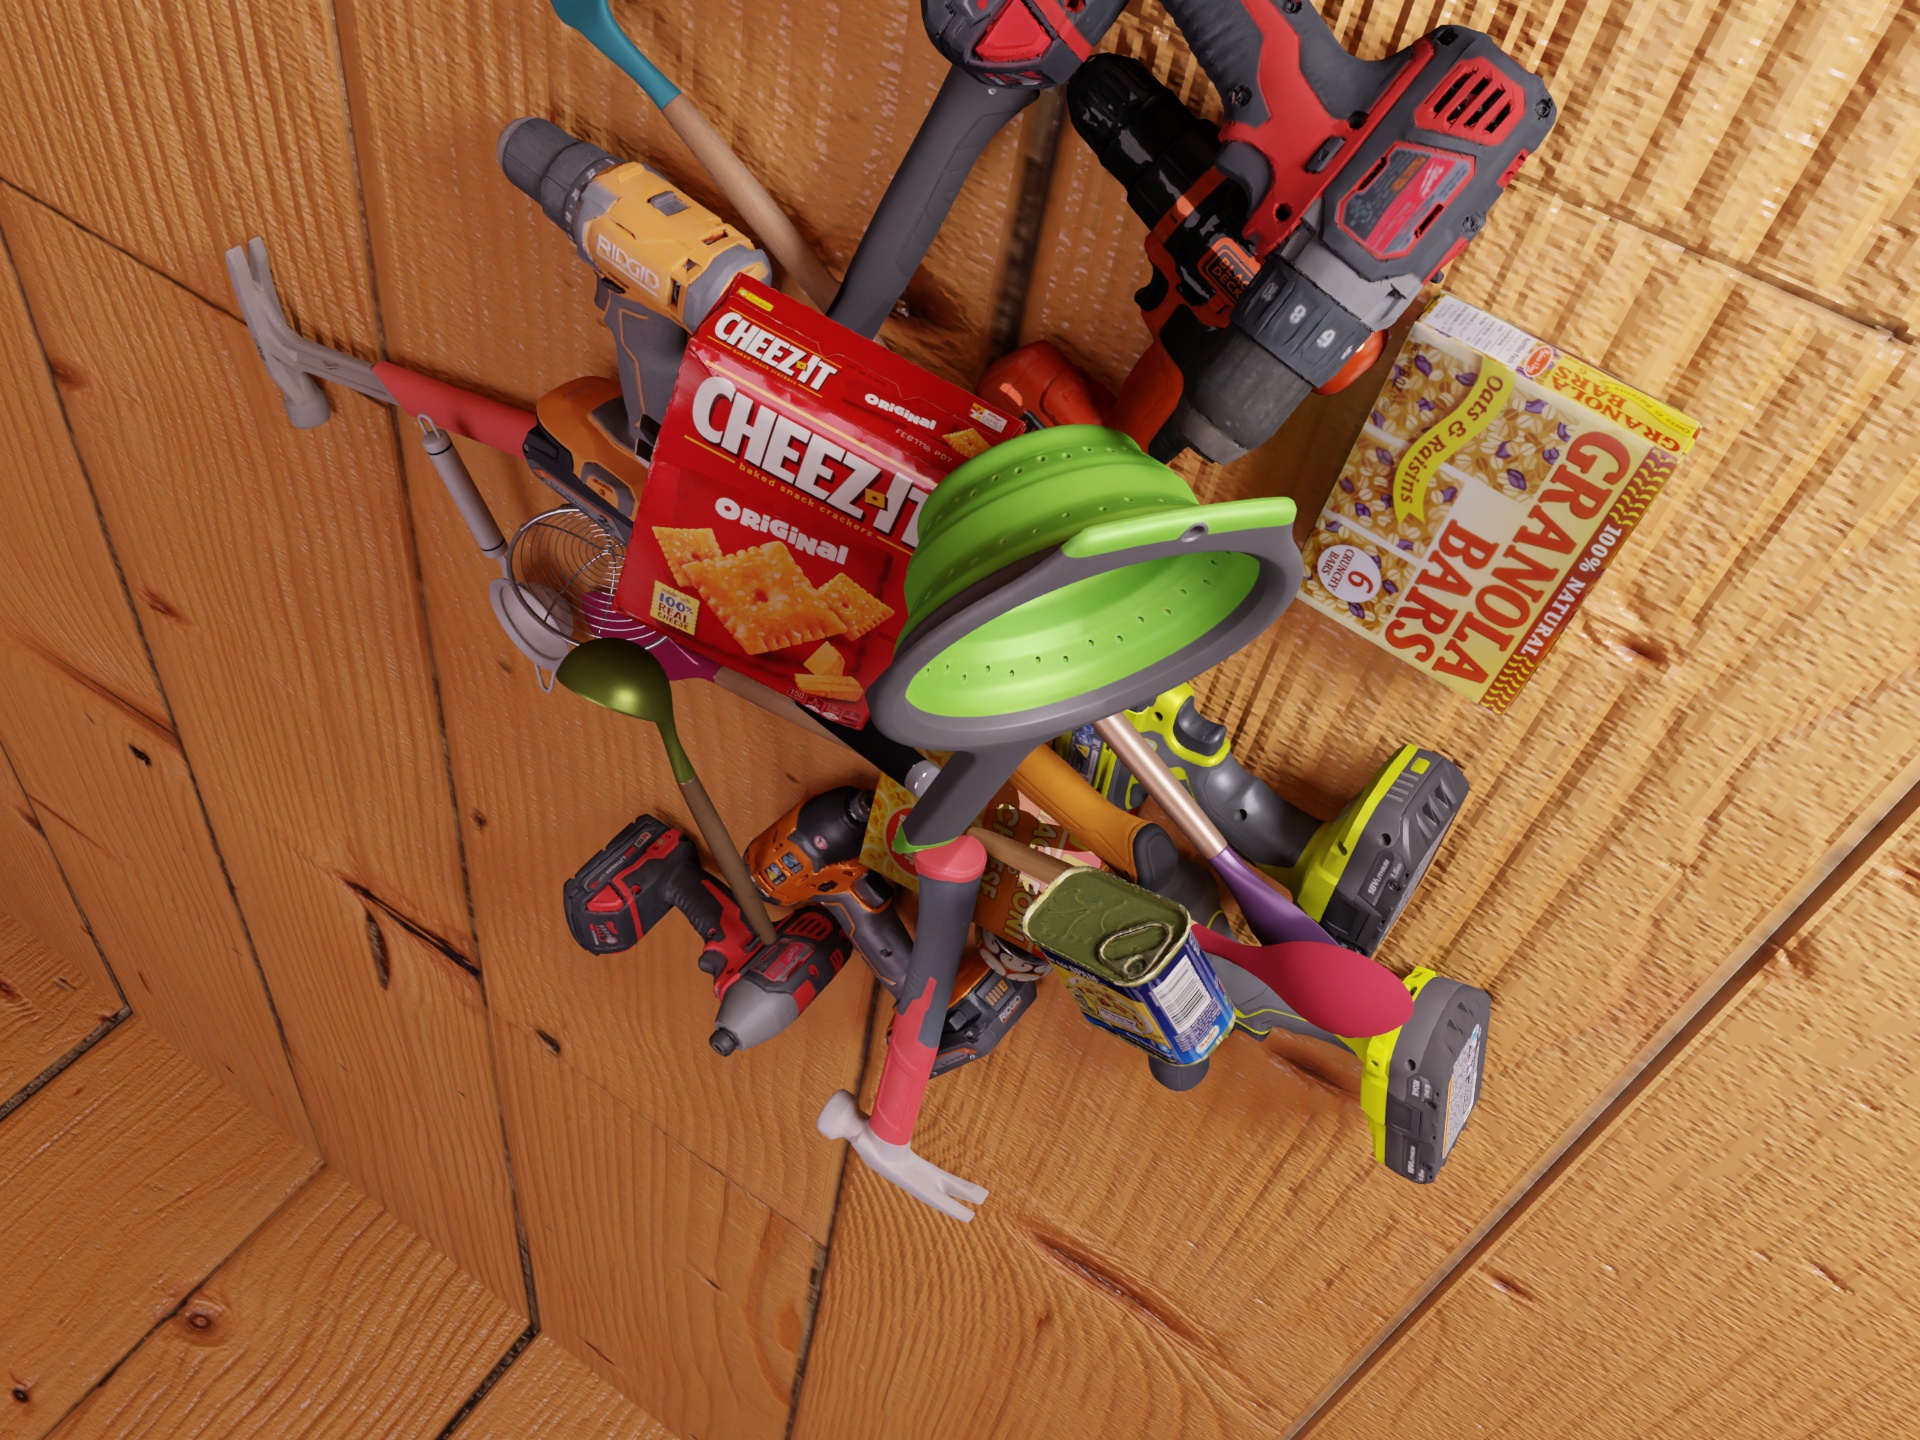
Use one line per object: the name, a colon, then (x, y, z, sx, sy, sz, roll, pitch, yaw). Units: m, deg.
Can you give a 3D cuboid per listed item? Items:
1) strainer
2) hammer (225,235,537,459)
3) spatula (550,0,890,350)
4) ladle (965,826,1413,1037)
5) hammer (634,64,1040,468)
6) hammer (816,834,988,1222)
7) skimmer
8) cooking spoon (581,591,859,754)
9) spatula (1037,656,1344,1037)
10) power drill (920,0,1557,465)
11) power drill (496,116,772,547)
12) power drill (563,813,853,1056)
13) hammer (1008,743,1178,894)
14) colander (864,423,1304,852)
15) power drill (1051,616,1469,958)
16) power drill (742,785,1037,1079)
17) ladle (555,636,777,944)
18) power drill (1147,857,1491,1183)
strainer: (-0.341, -0.125, 1.183, 0.087, 0.050, 0.258, 22, 147, 32)
hammer: (-0.382, -0.238, 1.142, 0.359, 0.037, 0.149, 22, 138, 25)
spatula: (-0.131, -0.317, 0.856, 0.317, 0.044, 0.082, 50, 142, -17)
ladle: (0.114, 0.113, 0.913, 0.316, 0.031, 0.069, 20, 143, 43)
hammer: (-0.058, -0.217, 0.830, 0.146, 0.035, 0.334, 16, 139, -21)
hammer: (-0.017, 0.221, 1.117, 0.143, 0.038, 0.386, 29, 138, 15)
skimmer: (-0.164, -0.035, 1.046, 0.364, 0.090, 0.127, 35, 142, 33)
cooking spoon: (-0.154, -0.023, 1.159, 0.319, 0.017, 0.068, 25, 140, 23)
spatula: (0.125, 0.051, 0.866, 0.316, 0.018, 0.059, 50, 150, -2)
power drill: (0.093, -0.233, 0.637, 0.227, 0.080, 0.188, 40, 109, 2)
power drill: (-0.211, -0.233, 0.959, 0.185, 0.084, 0.226, 38, 139, 14)
power drill: (-0.213, 0.180, 1.305, 0.220, 0.143, 0.078, 26, 142, 24)
hammer: (-0.002, -0.003, 0.964, 0.337, 0.034, 0.127, 40, 145, 28)
colander: (0.020, -0.036, 0.798, 0.397, 0.204, 0.095, 126, 129, -60)
power drill: (0.156, 0.027, 0.888, 0.223, 0.080, 0.171, 31, 142, 20)
power drill: (-0.051, 0.149, 1.184, 0.226, 0.084, 0.164, 49, 141, -2)
ladle: (-0.195, 0.064, 1.122, 0.078, 0.062, 0.319, 32, 152, 40)
power drill: (0.206, 0.198, 1.006, 0.229, 0.080, 0.190, 19, 136, 31)
